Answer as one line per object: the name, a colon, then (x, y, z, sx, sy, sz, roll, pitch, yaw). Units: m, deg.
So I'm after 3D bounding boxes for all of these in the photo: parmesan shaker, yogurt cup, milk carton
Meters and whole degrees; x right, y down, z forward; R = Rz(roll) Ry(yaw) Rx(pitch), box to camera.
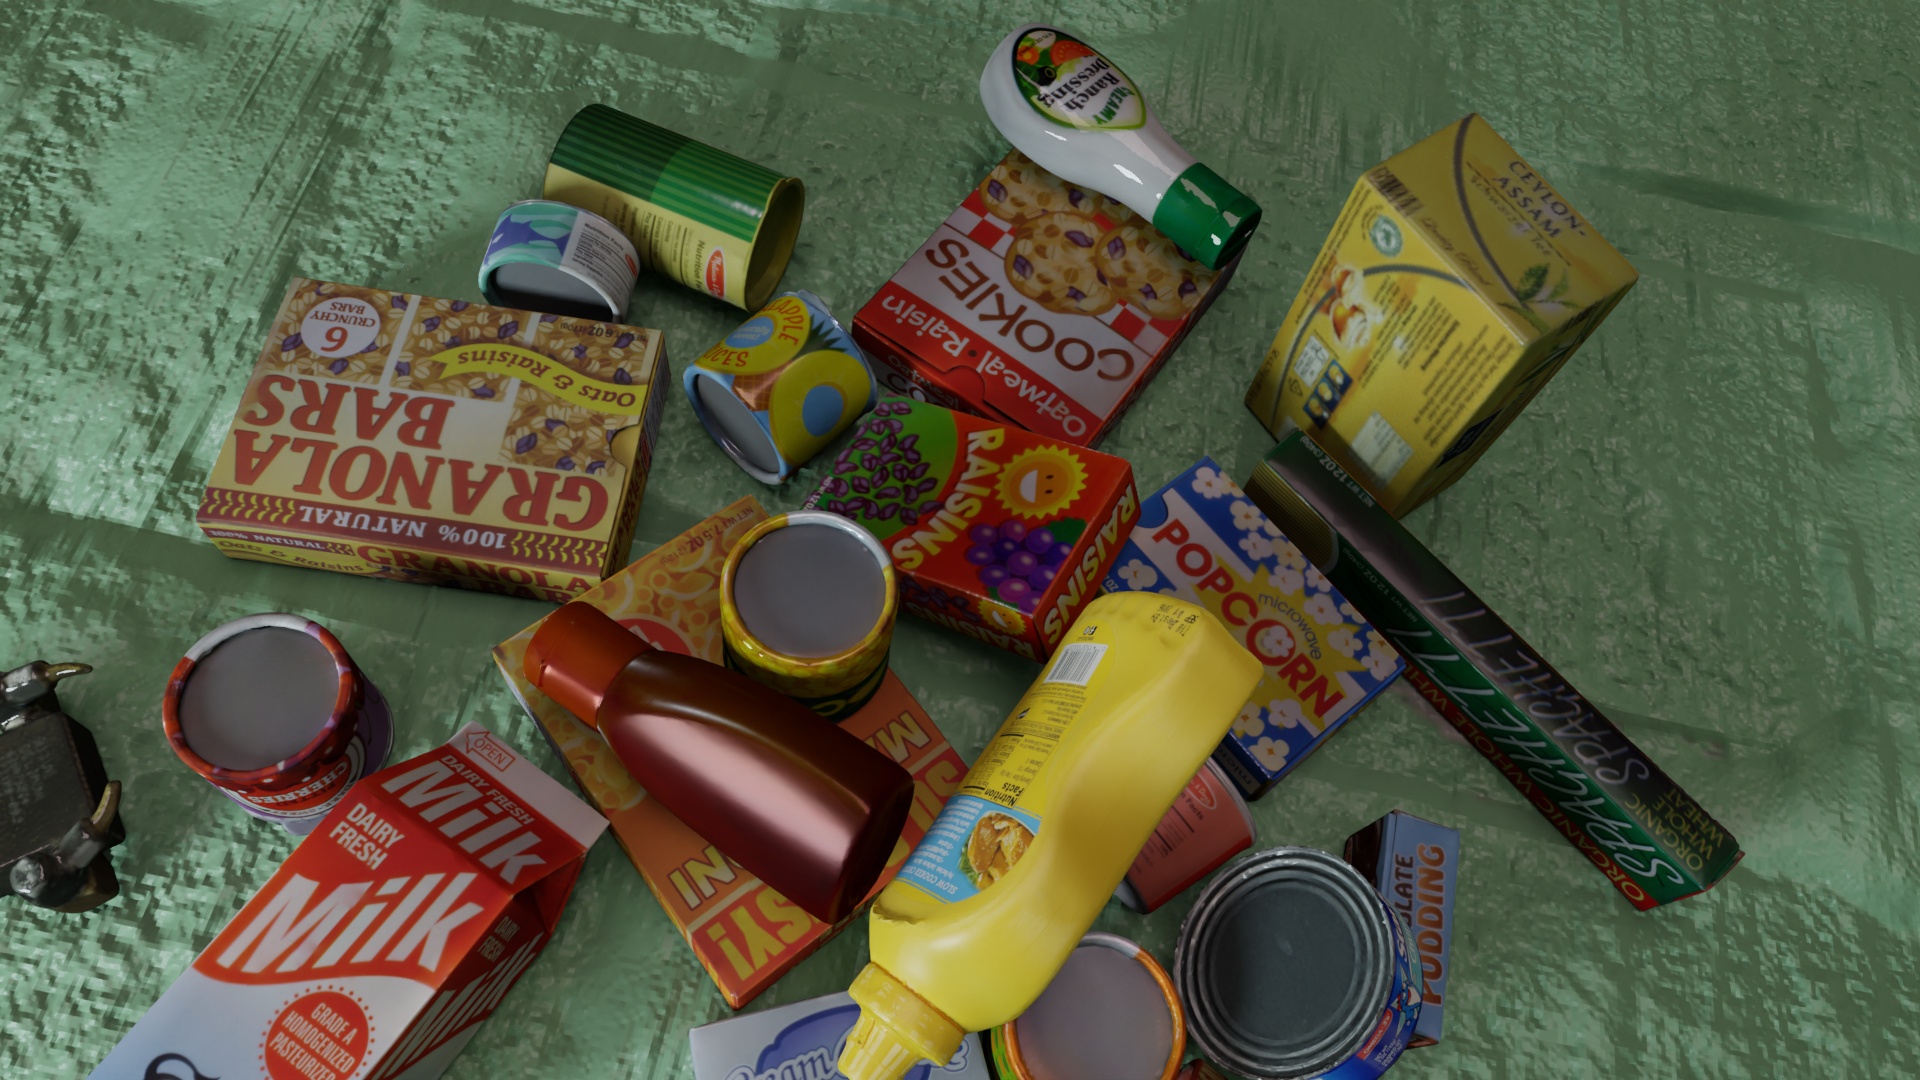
parmesan shaker: (-0.133, -0.158, 0.650, 0.103, 0.071, 0.071, 22, 63, 4)
yogurt cup: (0.074, 0.109, 0.547, 0.054, 0.072, 0.072, -38, 73, -13)
milk carton: (-0.210, 0.154, 0.479, 0.072, 0.073, 0.191, 33, 65, 11)

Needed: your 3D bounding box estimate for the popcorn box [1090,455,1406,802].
popcorn box: (0.116, 0.037, 0.602, 0.085, 0.038, 0.127, -35, 73, -20)

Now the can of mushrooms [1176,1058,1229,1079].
can of mushrooms: (0.079, 0.218, 0.487, 0.033, 0.070, 0.071, 36, 65, 13)

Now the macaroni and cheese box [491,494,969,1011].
macaroni and cheese box: (-0.086, 0.079, 0.554, 0.124, 0.040, 0.167, -33, 71, -21)

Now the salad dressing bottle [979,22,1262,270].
salad dressing bottle: (0.076, -0.187, 0.662, 0.148, 0.043, 0.064, 42, 63, 14)

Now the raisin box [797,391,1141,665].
raisin box: (0.002, -0.007, 0.586, 0.123, 0.040, 0.086, 18, 59, 29)

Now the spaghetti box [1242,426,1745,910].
spaghetti box: (0.220, 0.053, 0.600, 0.029, 0.050, 0.250, -37, 73, -20)

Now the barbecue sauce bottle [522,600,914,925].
barbecue sauce bottle: (-0.090, 0.073, 0.500, 0.149, 0.064, 0.044, 30, 32, 16)

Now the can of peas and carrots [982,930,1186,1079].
can of peas and carrots: (0.045, 0.183, 0.507, 0.071, 0.058, 0.071, 3, 63, -5)

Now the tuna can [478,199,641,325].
tuna can: (-0.183, -0.120, 0.629, 0.071, 0.070, 0.033, 11, 64, -2)

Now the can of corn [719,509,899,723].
can of corn: (-0.058, 0.032, 0.525, 0.071, 0.058, 0.071, 3, 61, -6)

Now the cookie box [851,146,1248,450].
cookie box: (0.044, -0.118, 0.669, 0.123, 0.040, 0.168, 34, 64, 10)

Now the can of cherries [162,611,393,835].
can of cherries: (-0.256, 0.070, 0.526, 0.071, 0.058, 0.072, 3, 63, -6)

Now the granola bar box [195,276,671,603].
granola bar box: (-0.220, -0.043, 0.599, 0.166, 0.039, 0.125, 8, 63, -3)

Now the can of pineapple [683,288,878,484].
can of pineapple: (-0.080, -0.068, 0.613, 0.071, 0.070, 0.058, 41, 66, 13)

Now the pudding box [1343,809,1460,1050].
pudding box: (0.168, 0.153, 0.543, 0.030, 0.049, 0.084, 17, 63, 0)

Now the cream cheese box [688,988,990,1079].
cream cheese box: (-0.044, 0.194, 0.510, 0.104, 0.024, 0.053, -11, 64, -13)
